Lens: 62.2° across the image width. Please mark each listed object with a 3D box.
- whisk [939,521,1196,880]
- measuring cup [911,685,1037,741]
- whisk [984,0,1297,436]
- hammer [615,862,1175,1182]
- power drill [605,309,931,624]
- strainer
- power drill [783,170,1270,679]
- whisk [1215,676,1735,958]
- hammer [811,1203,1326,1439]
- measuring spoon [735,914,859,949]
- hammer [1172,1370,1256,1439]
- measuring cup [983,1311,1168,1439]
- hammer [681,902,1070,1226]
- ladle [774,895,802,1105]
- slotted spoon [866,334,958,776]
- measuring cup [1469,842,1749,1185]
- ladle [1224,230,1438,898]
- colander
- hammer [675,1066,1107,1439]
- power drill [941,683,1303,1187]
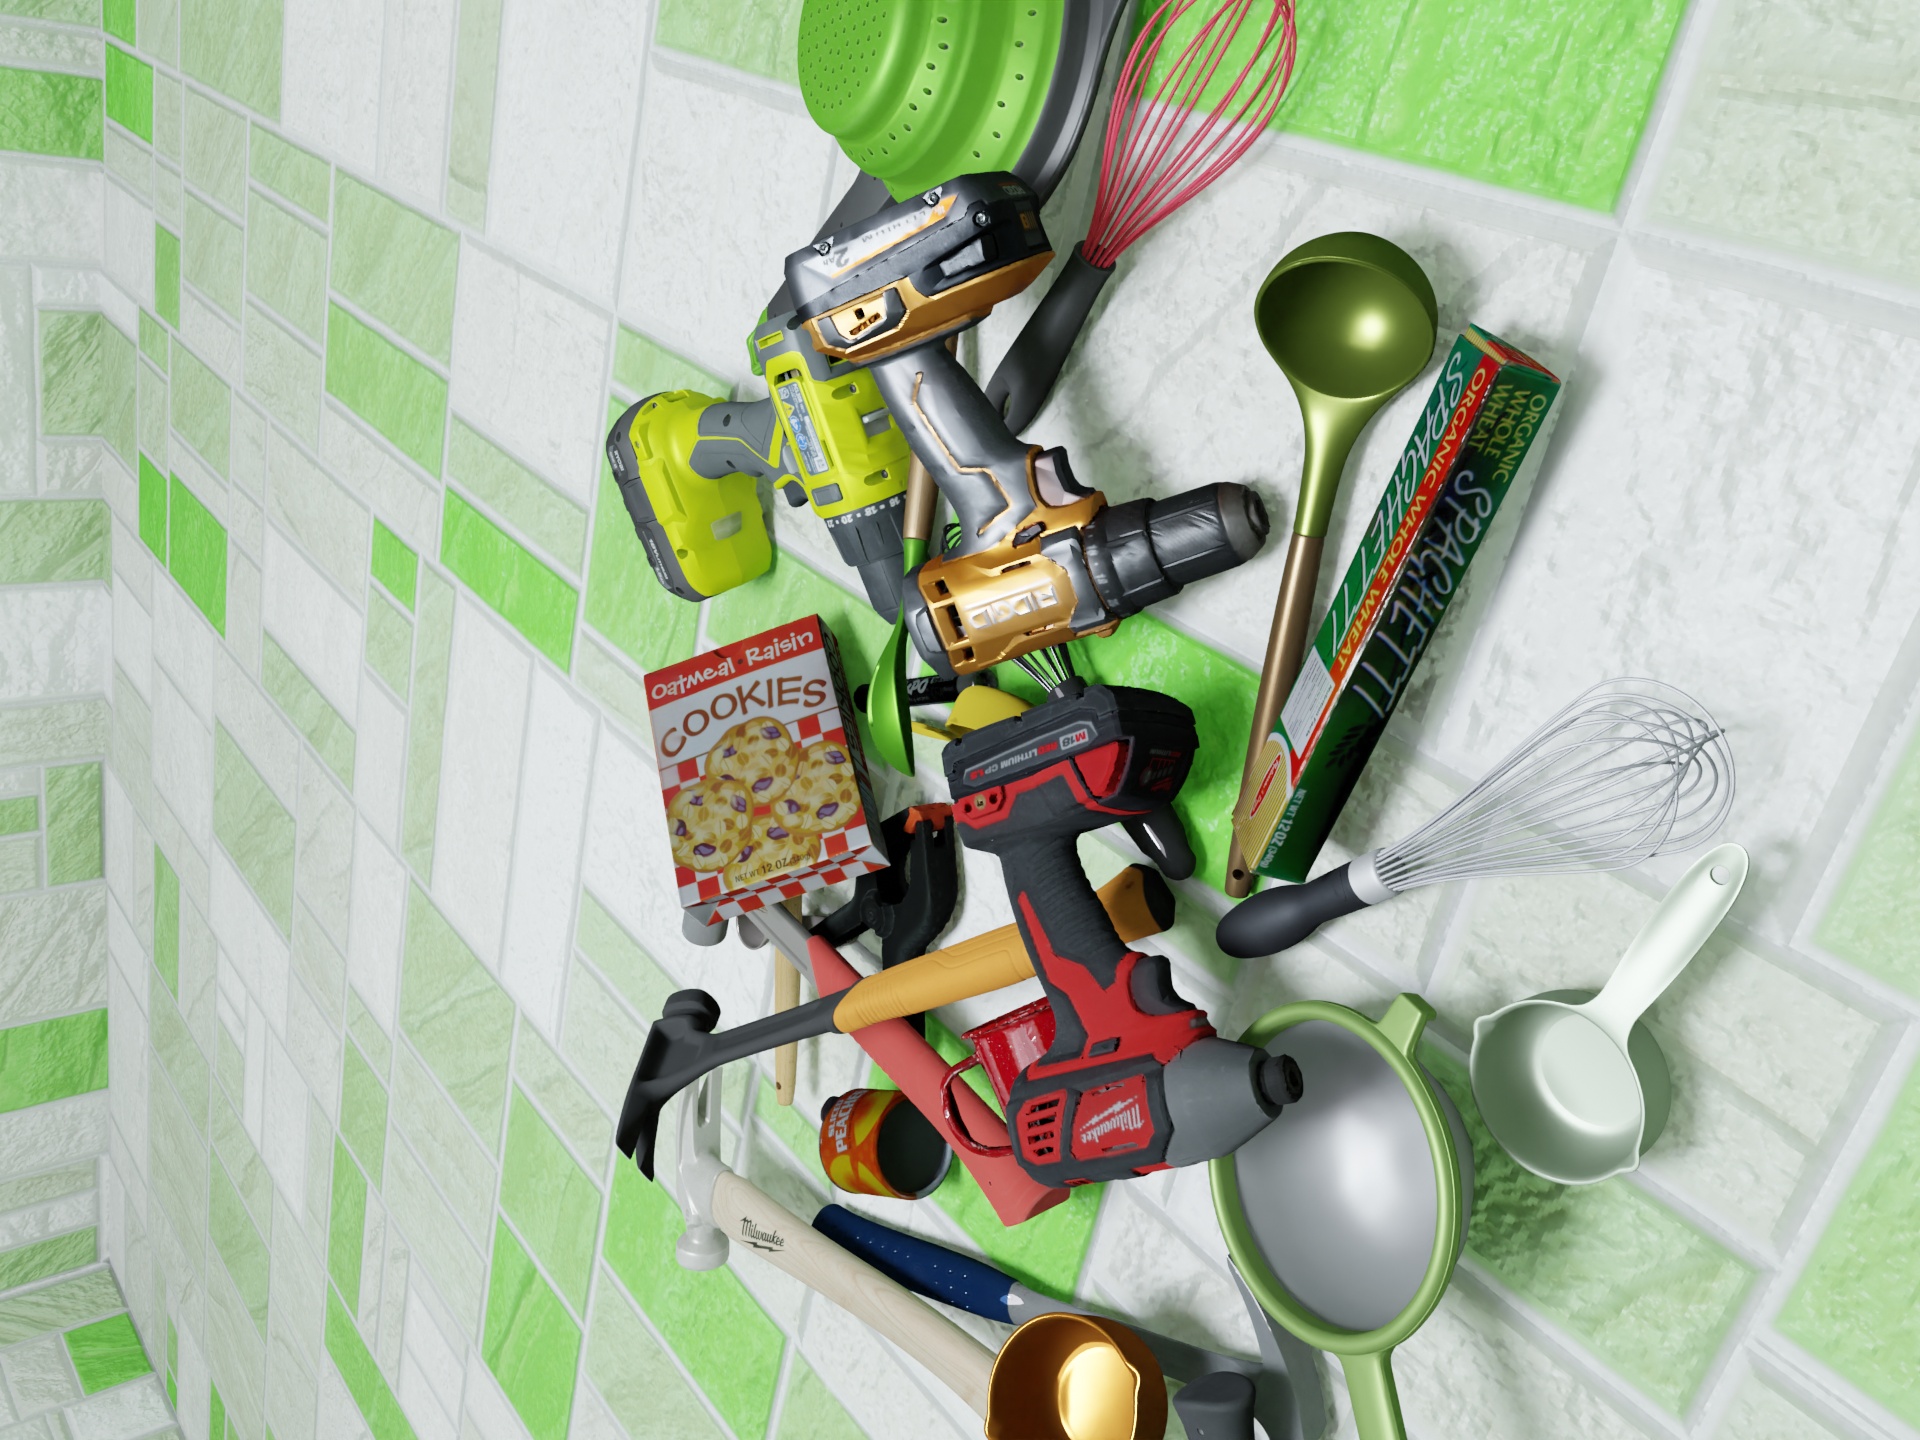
[{"bbox_3d":[0.057,-0.017,0.846,0.239,0.055,0.055,58,135,19],"label":"whisk"},{"bbox_3d":[-0.001,-0.003,0.922,0.157,0.062,0.029,9,75,60],"label":"measuring cup"},{"bbox_3d":[0.075,-0.242,0.779,0.073,0.073,0.295,61,142,22],"label":"whisk"},{"bbox_3d":[-0.039,0.154,0.871,0.337,0.127,0.034,-23,118,21],"label":"hammer"},{"bbox_3d":[-0.112,-0.141,0.983,0.228,0.080,0.190,-5,109,49],"label":"power drill"},{"bbox_3d":[0.191,0.250,0.697,0.151,0.069,0.256,-34,60,53],"label":"strainer"},{"bbox_3d":[0.032,-0.145,0.769,0.185,0.084,0.226,-16,103,25],"label":"power drill"},{"bbox_3d":[0.203,0.056,0.685,0.284,0.070,0.070,-36,70,51],"label":"whisk"},{"bbox_3d":[0.041,0.338,0.933,0.405,0.035,0.144,-3,95,49],"label":"hammer"},{"bbox_3d":[-0.109,0.142,1.093,0.124,0.018,0.034,-3,92,43],"label":"measuring spoon"},{"bbox_3d":[0.147,0.476,0.800,0.146,0.035,0.334,11,113,48],"label":"hammer"},{"bbox_3d":[0.075,0.389,0.804,0.095,0.052,0.174,-31,59,21],"label":"measuring cup"},{"bbox_3d":[-0.062,0.166,0.966,0.359,0.036,0.149,39,127,37],"label":"hammer"},{"bbox_3d":[-0.115,0.108,1.066,0.069,0.031,0.315,11,103,42],"label":"ladle"},{"bbox_3d":[-0.021,-0.126,0.888,0.070,0.031,0.314,26,-109,-87],"label":"slotted spoon"},{"bbox_3d":[0.268,0.112,0.631,0.083,0.038,0.167,46,126,34],"label":"measuring cup"},{"bbox_3d":[0.150,-0.057,0.723,0.078,0.062,0.320,16,114,20],"label":"ladle"},{"bbox_3d":[-0.062,-0.315,0.874,0.397,0.094,0.205,-38,59,50],"label":"colander"},{"bbox_3d":[-0.059,0.351,0.997,0.411,0.038,0.146,15,107,47],"label":"hammer"},{"bbox_3d":[0.075,0.101,0.752,0.143,0.078,0.220,-21,73,34],"label":"power drill"}]
